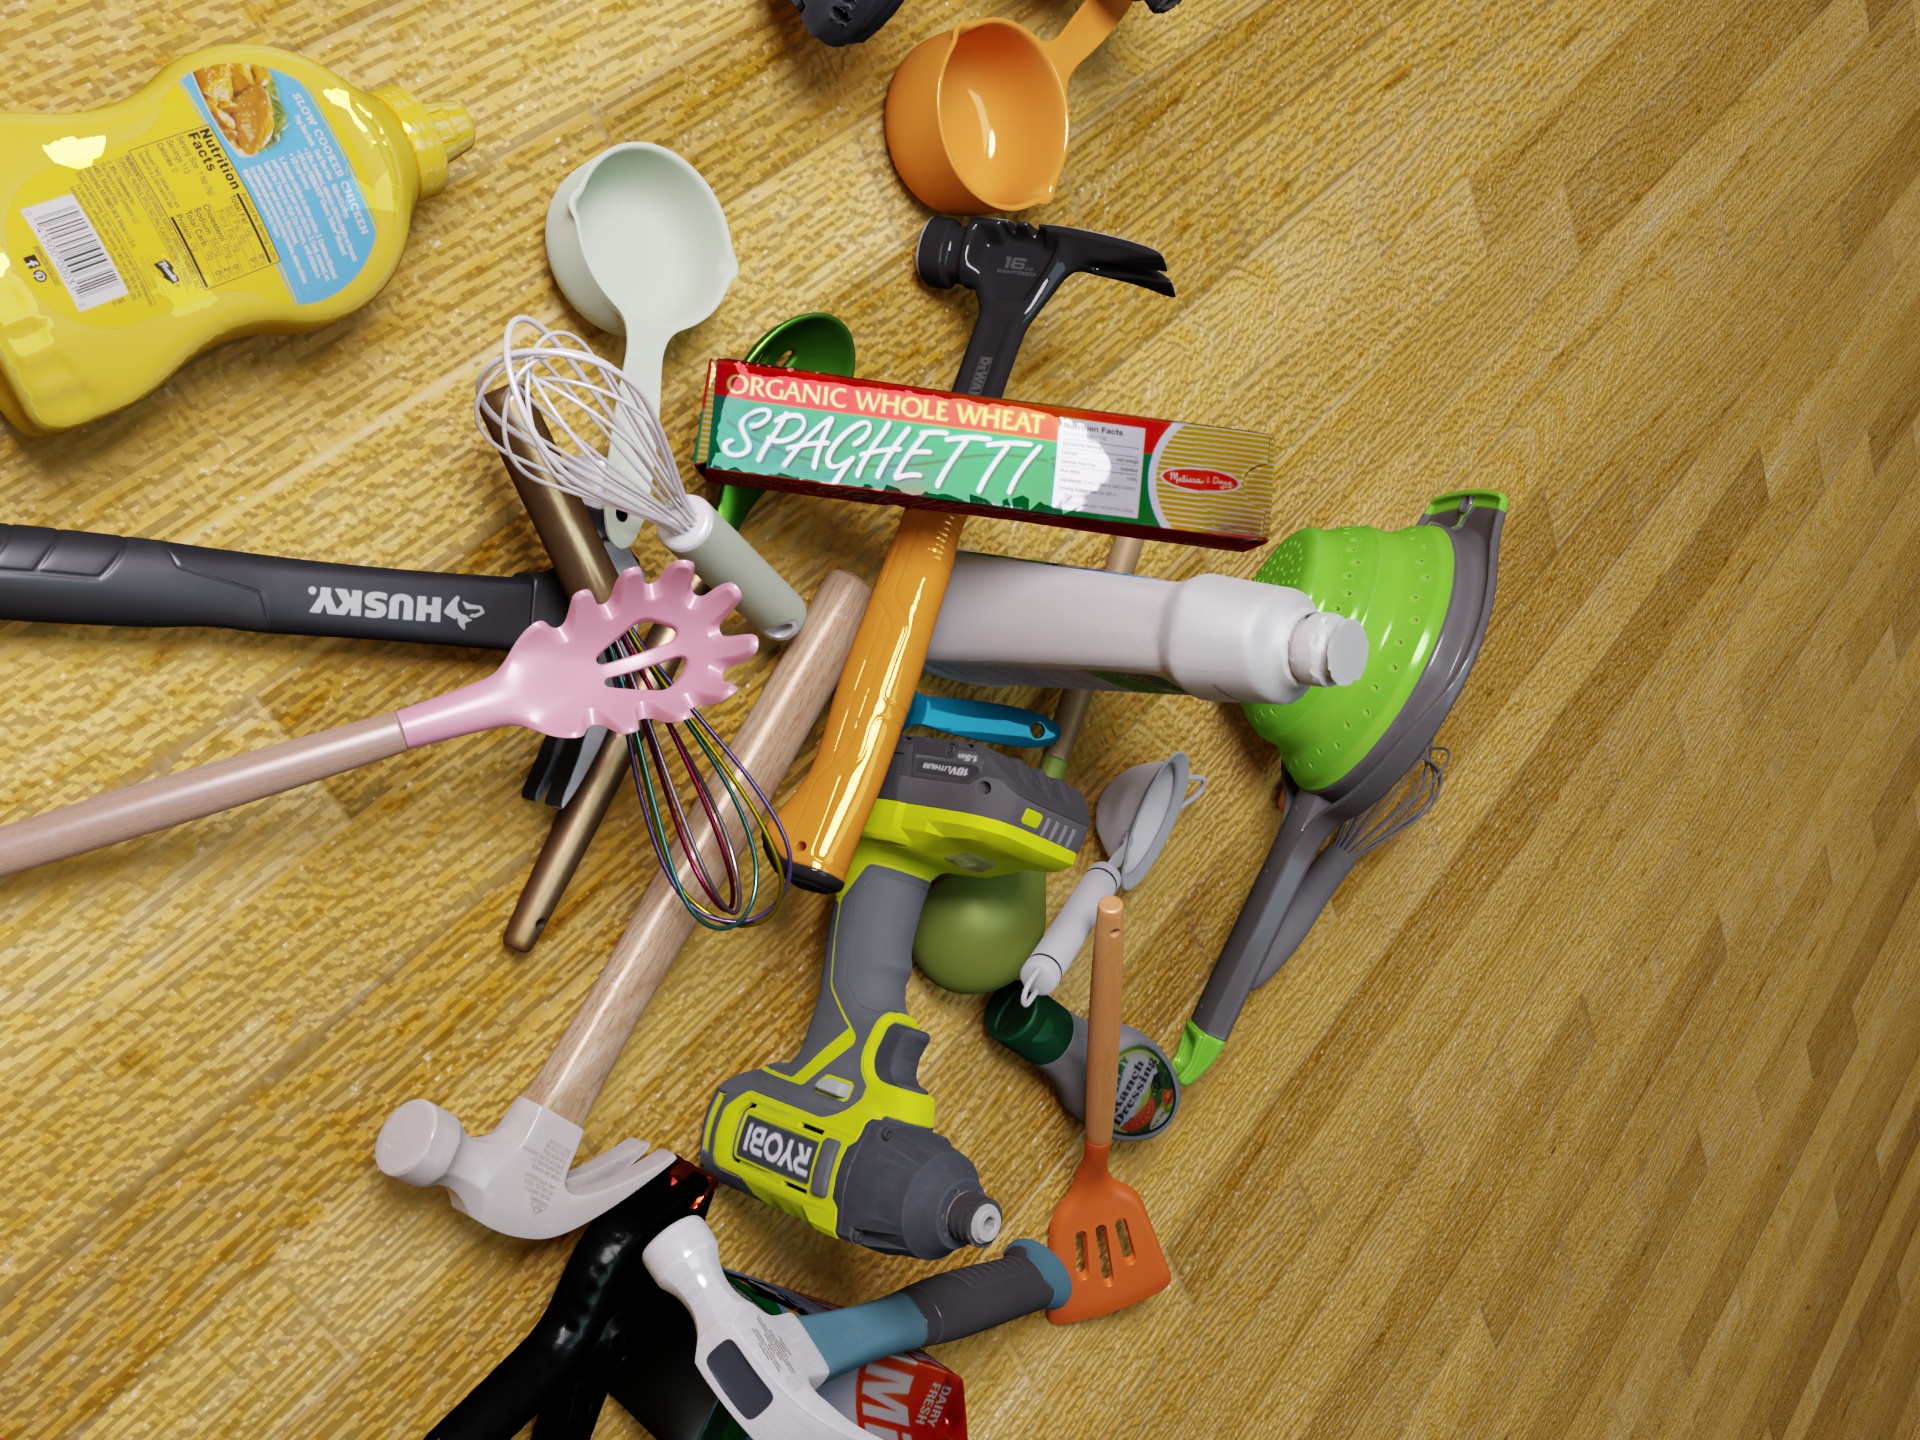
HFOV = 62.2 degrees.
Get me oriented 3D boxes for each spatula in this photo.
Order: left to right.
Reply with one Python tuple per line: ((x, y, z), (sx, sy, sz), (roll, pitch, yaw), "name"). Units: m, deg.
((0.081, 0.220, 0.874), (0.081, 0.041, 0.322), (-13, 130, -13), "spatula")

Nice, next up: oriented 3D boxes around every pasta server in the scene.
((-0.225, 0.011, 0.562), (0.316, 0.040, 0.060), (-19, 88, -22), "pasta server")

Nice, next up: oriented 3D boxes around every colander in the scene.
((0.186, 0.025, 0.954), (0.094, 0.204, 0.397), (25, 92, -9), "colander")

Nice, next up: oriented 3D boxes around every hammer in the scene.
((-0.267, -0.042, 0.572), (0.334, 0.035, 0.146), (2, 94, -43), "hammer")
((-0.122, 0.074, 0.717), (0.129, 0.031, 0.331), (50, 60, -45), "hammer")
((-0.021, 0.288, 0.773), (0.033, 0.128, 0.330), (-45, 154, 11), "hammer")
((-0.008, -0.080, 0.730), (0.034, 0.127, 0.337), (49, 57, -64), "hammer")

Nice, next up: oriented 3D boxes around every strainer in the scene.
((0.077, 0.081, 0.860), (0.258, 0.050, 0.086), (-46, 150, -57), "strainer")

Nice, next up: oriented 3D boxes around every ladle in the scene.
((0.051, -0.002, 0.876), (0.078, 0.062, 0.320), (37, 65, -40), "ladle")

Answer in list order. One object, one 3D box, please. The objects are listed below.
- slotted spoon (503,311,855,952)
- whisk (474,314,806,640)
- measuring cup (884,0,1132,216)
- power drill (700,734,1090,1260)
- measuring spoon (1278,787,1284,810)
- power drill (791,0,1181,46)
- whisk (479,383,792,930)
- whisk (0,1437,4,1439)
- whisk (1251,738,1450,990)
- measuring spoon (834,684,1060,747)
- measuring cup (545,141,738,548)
((-0.127, -0.044, 0.706), (0.070, 0.031, 0.314), (41, 70, -57), "slotted spoon")
((-0.113, -0.082, 0.628), (0.246, 0.058, 0.059), (48, 28, -66), "whisk")
((0.028, -0.321, 0.792), (0.174, 0.052, 0.095), (-53, 127, -26), "measuring cup")
((-0.025, 0.124, 0.731), (0.080, 0.171, 0.223), (26, 76, -43), "power drill")
((0.238, 0.009, 1.057), (0.117, 0.011, 0.021), (-64, 150, -14), "measuring spoon")
((0.010, -0.378, 0.721), (0.219, 0.078, 0.143), (-27, 84, -39), "power drill")
((-0.135, -0.018, 0.644), (0.051, 0.047, 0.244), (-36, 112, -36), "whisk")
((-0.317, 0.283, 0.563), (0.295, 0.073, 0.073), (41, 69, -45), "whisk")
((0.257, 0.094, 1.070), (0.239, 0.055, 0.055), (-46, 124, -24), "whisk")
((-0.001, -0.003, 0.807), (0.128, 0.021, 0.042), (10, 87, -25), "measuring spoon")
((-0.140, -0.153, 0.659), (0.083, 0.038, 0.167), (10, 83, -44), "measuring cup")
